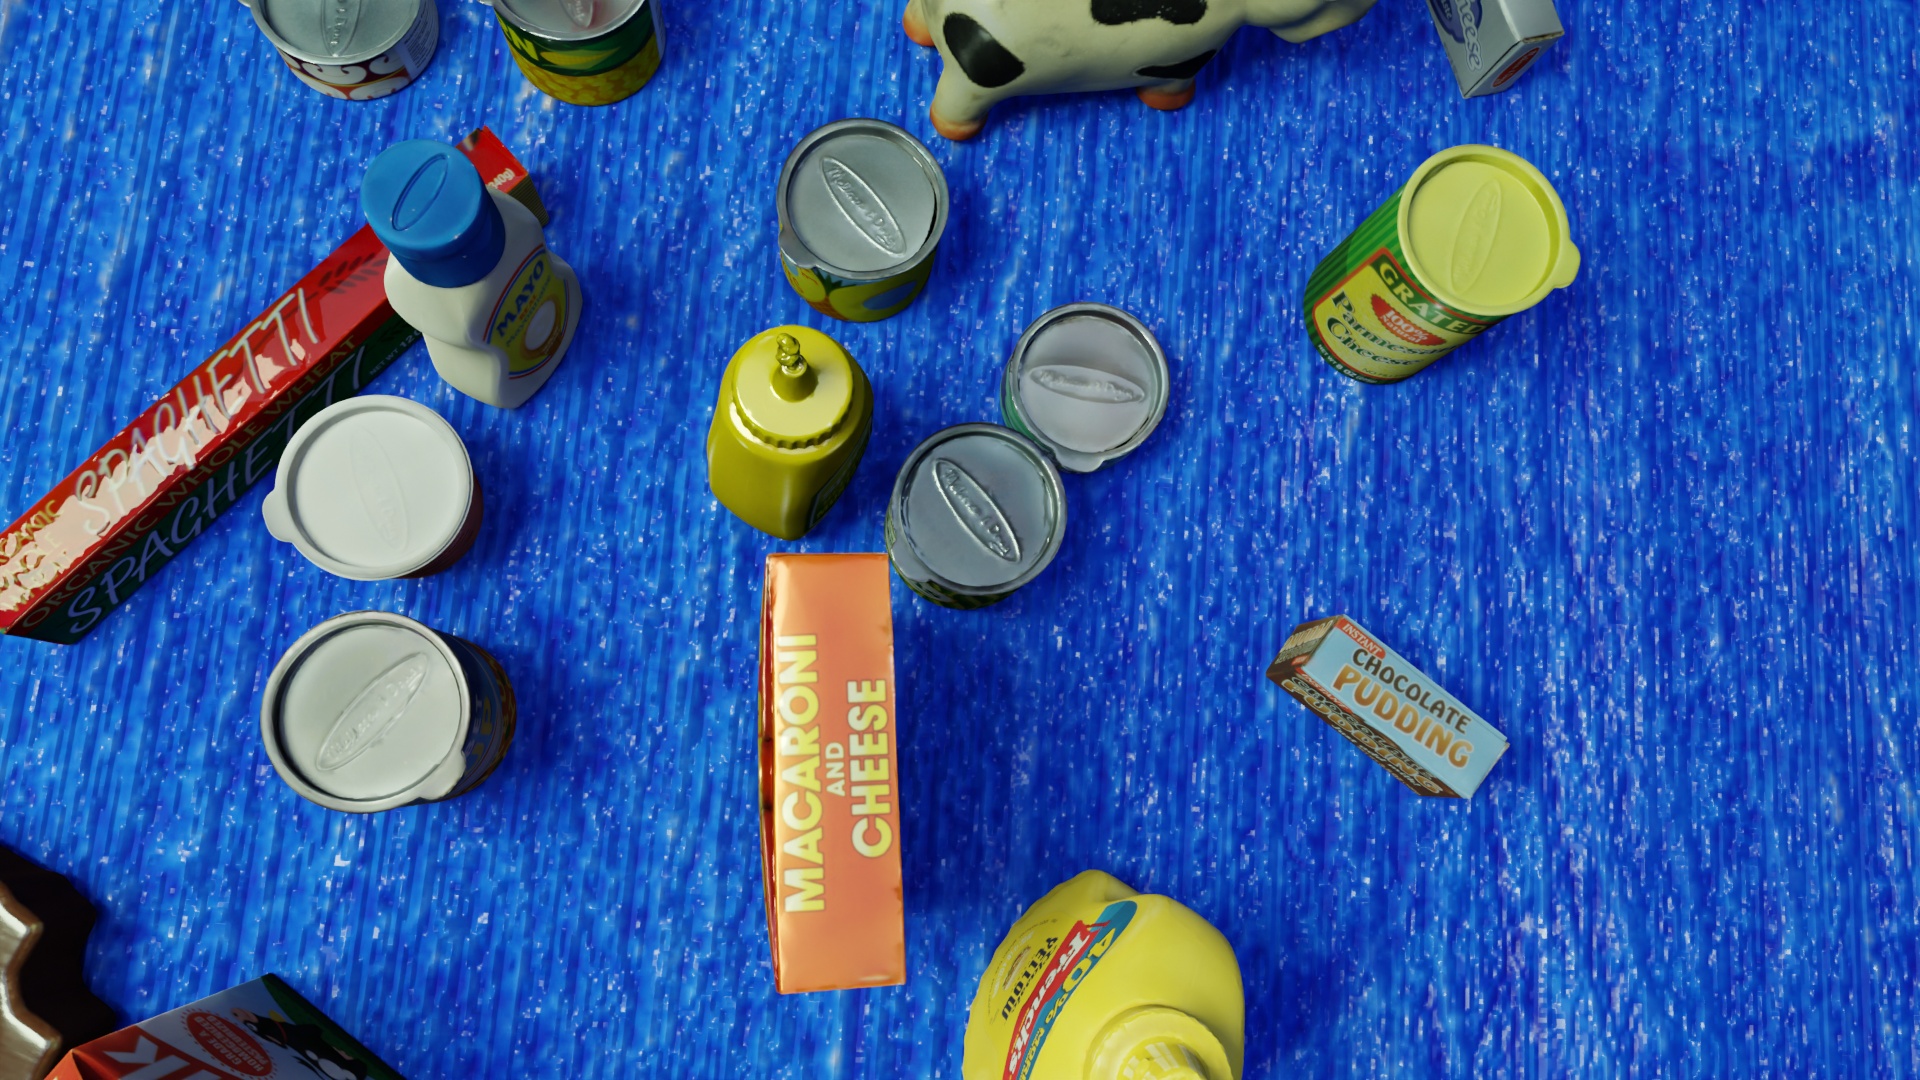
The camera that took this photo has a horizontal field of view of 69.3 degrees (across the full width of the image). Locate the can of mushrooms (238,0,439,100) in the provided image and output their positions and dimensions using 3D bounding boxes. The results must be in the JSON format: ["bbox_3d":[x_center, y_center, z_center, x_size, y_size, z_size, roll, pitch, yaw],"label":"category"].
[{"bbox_3d":[-0.250,-0.215,0.561,0.071,0.033,0.071,1,80,-6],"label":"can of mushrooms"}]

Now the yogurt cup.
[{"bbox_3d":[-0.213,-0.016,0.521,0.072,0.054,0.072,1,81,-6],"label":"yogurt cup"}]

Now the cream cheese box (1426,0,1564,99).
[{"bbox_3d":[0.226,-0.254,0.613,0.024,0.053,0.104,-16,83,-9],"label":"cream cheese box"}]

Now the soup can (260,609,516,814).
[{"bbox_3d":[-0.197,0.064,0.494,0.071,0.083,0.071,1,81,-6],"label":"soup can"}]

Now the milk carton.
[{"bbox_3d":[-0.236,0.192,0.414,0.073,0.190,0.072,38,79,0],"label":"milk carton"}]

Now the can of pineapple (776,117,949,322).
[{"bbox_3d":[-0.042,-0.126,0.558,0.071,0.057,0.071,1,81,-6],"label":"can of pineapple"}]

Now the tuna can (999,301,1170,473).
[{"bbox_3d":[0.050,-0.059,0.570,0.071,0.032,0.071,1,80,-6],"label":"tuna can"}]

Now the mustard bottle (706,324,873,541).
[{"bbox_3d":[-0.059,-0.041,0.489,0.049,0.160,0.065,32,79,-1],"label":"mustard bottle"}]

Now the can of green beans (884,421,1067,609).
[{"bbox_3d":[0.004,-0.008,0.543,0.071,0.057,0.071,1,81,-6],"label":"can of green beans"}]

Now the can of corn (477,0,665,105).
[{"bbox_3d":[-0.157,-0.217,0.560,0.071,0.058,0.071,1,81,-6],"label":"can of corn"}]

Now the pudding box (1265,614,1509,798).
[{"bbox_3d":[0.169,0.066,0.554,0.084,0.049,0.030,38,79,1],"label":"pudding box"}]

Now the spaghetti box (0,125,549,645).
[{"bbox_3d":[-0.260,-0.058,0.525,0.028,0.050,0.250,44,79,2],"label":"spaghetti box"}]

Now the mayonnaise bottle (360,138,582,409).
[{"bbox_3d":[-0.171,-0.093,0.491,0.041,0.148,0.065,28,79,-2],"label":"mayonnaise bottle"}]

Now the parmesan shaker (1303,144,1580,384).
[{"bbox_3d":[0.189,-0.105,0.558,0.071,0.103,0.071,1,81,-6],"label":"parmesan shaker"}]

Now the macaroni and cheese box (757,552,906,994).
[{"bbox_3d":[-0.046,0.076,0.468,0.040,0.166,0.124,-2,81,-7],"label":"macaroni and cheese box"}]
